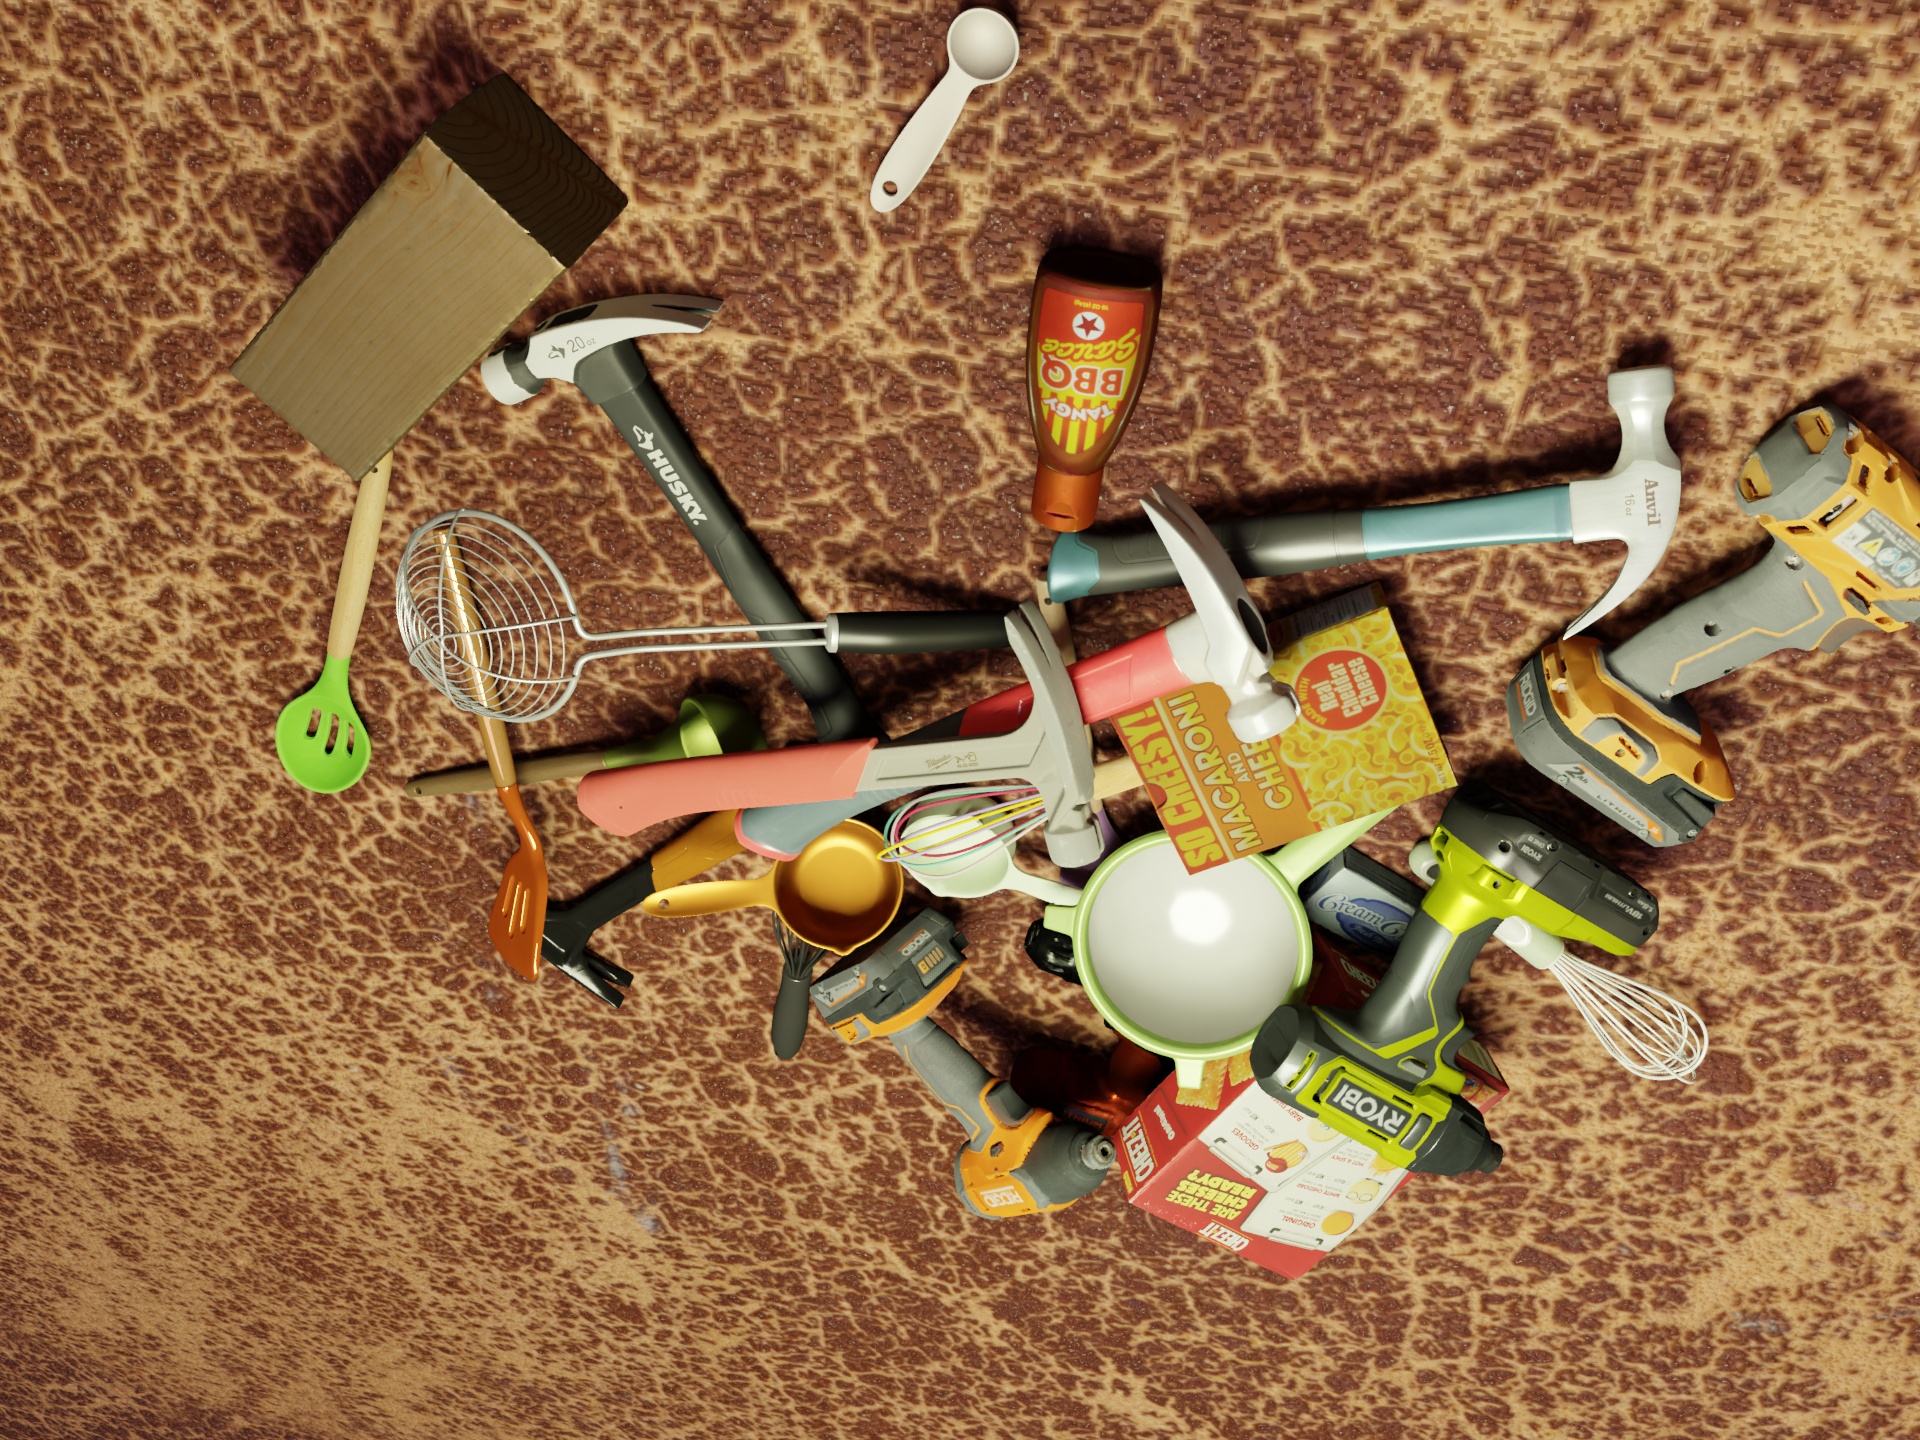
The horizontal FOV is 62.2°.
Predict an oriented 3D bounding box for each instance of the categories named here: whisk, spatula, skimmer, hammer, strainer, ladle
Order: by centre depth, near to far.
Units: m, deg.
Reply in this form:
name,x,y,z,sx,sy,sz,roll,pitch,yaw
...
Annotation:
name,x,y,z,sx,sy,sz,roll,pitch,yaw
hammer,0.201,-0.099,0.840,0.331,0.033,0.128,-4,101,25
hammer,-0.001,-0.003,0.927,0.386,0.038,0.143,-22,103,36
skimmer,-0.140,-0.062,0.930,0.363,0.090,0.127,-2,117,-15
hammer,-0.091,0.023,0.945,0.359,0.037,0.149,-6,110,32
hammer,-0.133,-0.102,0.953,0.146,0.035,0.334,-15,124,28
whisk,0.061,0.046,0.992,0.245,0.051,0.047,-19,138,11
strainer,0.189,0.103,1.012,0.256,0.069,0.151,-41,86,16
whisk,0.380,0.153,1.012,0.246,0.059,0.057,37,118,-9
spatula,0.078,0.037,1.020,0.060,0.018,0.315,-1,130,15
spatula,-0.320,0.024,1.074,0.081,0.041,0.322,26,130,46
ladle,-0.269,0.034,1.096,0.320,0.062,0.078,-8,107,26
hammer,-0.200,0.109,1.152,0.337,0.034,0.127,-32,114,35
whisk,-0.120,0.189,1.190,0.055,0.055,0.238,16,136,2

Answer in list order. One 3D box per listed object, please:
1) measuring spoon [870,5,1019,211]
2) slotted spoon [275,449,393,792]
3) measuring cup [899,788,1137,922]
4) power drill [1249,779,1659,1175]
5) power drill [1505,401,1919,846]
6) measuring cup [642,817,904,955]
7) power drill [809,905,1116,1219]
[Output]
name,x,y,z,sx,sy,sz,roll,pitch,yaw
measuring spoon,-0.010,-0.294,0.770,0.034,0.018,0.124,33,137,-13
slotted spoon,-0.414,-0.064,1.074,0.070,0.031,0.313,25,130,-6
measuring cup,0.042,0.095,1.068,0.167,0.038,0.083,20,132,-4
power drill,0.303,0.164,0.955,0.171,0.080,0.223,29,102,-13
power drill,0.425,-0.032,0.822,0.185,0.084,0.226,31,126,-13
measuring cup,-0.124,0.116,1.073,0.173,0.095,0.052,-7,172,-1
power drill,0.009,0.245,1.110,0.226,0.084,0.164,54,144,-1
